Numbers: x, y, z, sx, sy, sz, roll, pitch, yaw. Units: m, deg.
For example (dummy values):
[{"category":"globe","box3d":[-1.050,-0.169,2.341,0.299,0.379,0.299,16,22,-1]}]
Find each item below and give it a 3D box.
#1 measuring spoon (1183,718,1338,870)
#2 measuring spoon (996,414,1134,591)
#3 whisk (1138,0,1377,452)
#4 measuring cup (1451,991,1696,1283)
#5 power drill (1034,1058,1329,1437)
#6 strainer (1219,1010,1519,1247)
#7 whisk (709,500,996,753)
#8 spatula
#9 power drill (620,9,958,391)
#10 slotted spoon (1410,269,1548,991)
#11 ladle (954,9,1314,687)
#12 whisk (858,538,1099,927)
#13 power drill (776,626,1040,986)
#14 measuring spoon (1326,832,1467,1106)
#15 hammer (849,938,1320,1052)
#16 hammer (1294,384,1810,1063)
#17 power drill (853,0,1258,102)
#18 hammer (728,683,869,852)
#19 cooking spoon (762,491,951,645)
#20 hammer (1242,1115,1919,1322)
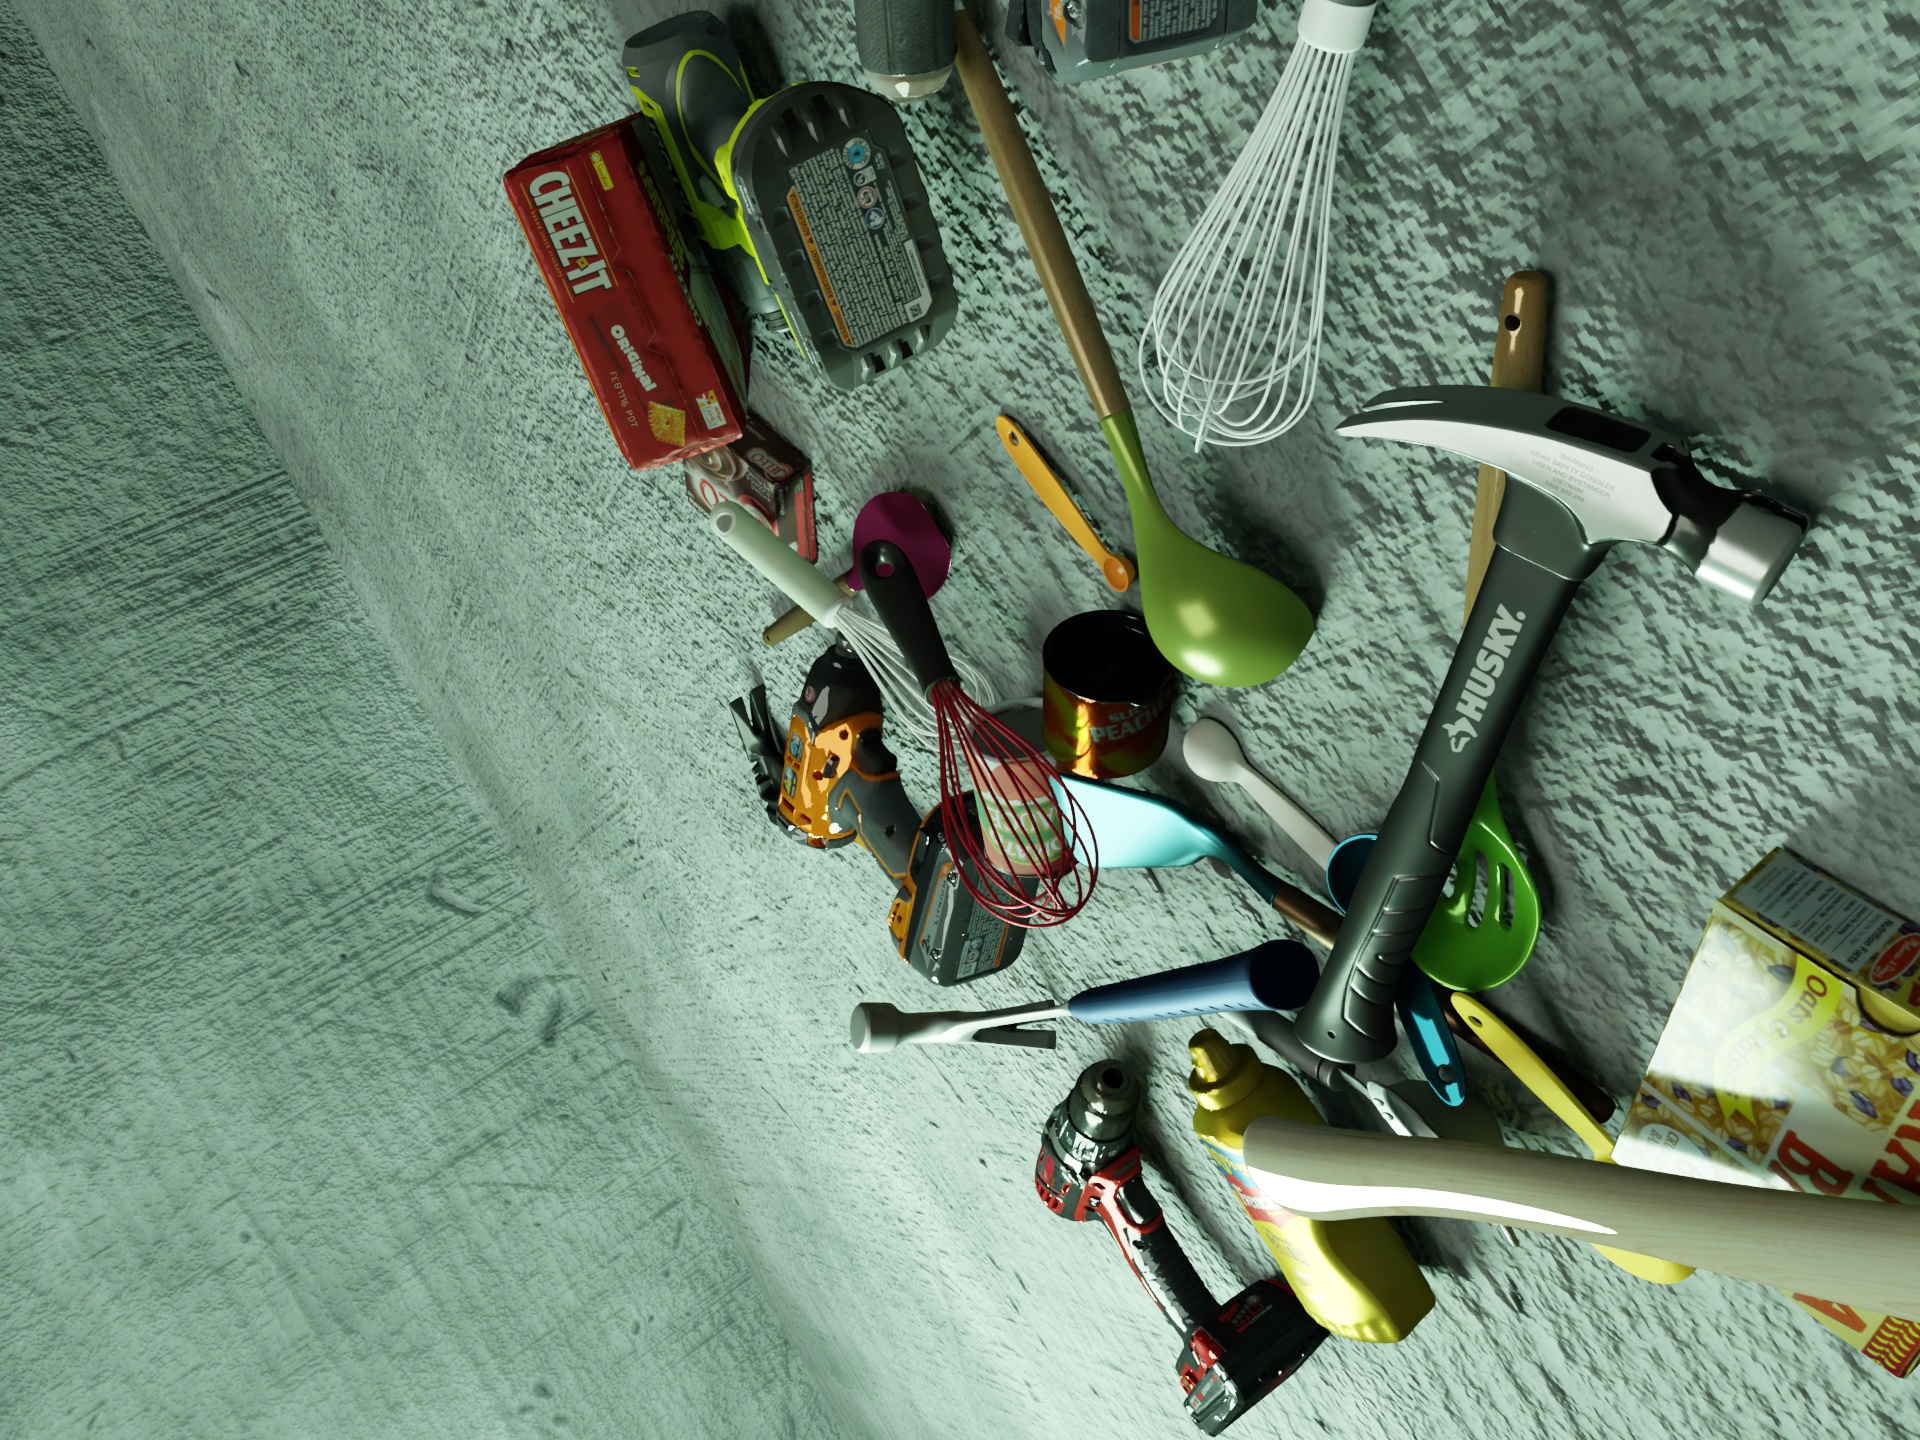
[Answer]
[{"category":"measuring spoon","box3d":[0.152,0.046,0.779,0.124,0.018,0.034,46,151,26]},{"category":"measuring spoon","box3d":[0.053,-0.112,0.804,0.117,0.011,0.021,55,154,18]},{"category":"whisk","box3d":[0.118,-0.206,0.537,0.070,0.070,0.284,46,146,27]},{"category":"measuring cup","box3d":[0.257,0.180,0.680,0.156,0.029,0.062,46,158,-4]},{"category":"power drill","box3d":[0.136,0.340,1.058,0.227,0.080,0.187,49,152,27]},{"category":"strainer","box3d":[0.199,0.181,0.813,0.086,0.050,0.259,55,166,-31]},{"category":"whisk","box3d":[-0.071,-0.064,1.001,0.246,0.059,0.058,40,108,19]},{"category":"spatula","box3d":[0.171,0.108,0.781,0.318,0.044,0.082,34,155,40]},{"category":"power drill","box3d":[-0.090,-0.256,0.804,0.223,0.080,0.171,46,162,52]},{"category":"slotted spoon","box3d":[0.203,-0.019,0.610,0.070,0.031,0.313,26,137,38]},{"category":"ladle","box3d":[0.068,-0.162,0.699,0.320,0.062,0.078,68,157,-1]},{"category":"whisk","box3d":[-0.001,-0.003,0.861,0.073,0.073,0.296,90,160,-47]},{"category":"power drill","box3d":[-0.041,0.050,1.051,0.227,0.084,0.164,41,130,41]},{"category":"measuring spoon","box3d":[0.205,0.111,0.723,0.042,0.021,0.128,-24,84,37]},{"category":"hammer","box3d":[0.074,0.167,0.930,0.405,0.144,0.035,151,120,-61]},{"category":"hammer","box3d":[0.182,0.024,0.618,0.146,0.035,0.334,33,139,24]},{"category":"power drill","box3d":[0.013,-0.298,0.577,0.226,0.084,0.185,48,151,43]},{"category":"hammer","box3d":[-0.066,0.079,1.192,0.337,0.034,0.127,28,141,47]},{"category":"cooking spoon","box3d":[-0.078,-0.088,1.055,0.068,0.017,0.319,58,154,-5]},{"category":"hammer","box3d":[0.247,0.179,0.612,0.411,0.038,0.146,-14,107,59]}]
